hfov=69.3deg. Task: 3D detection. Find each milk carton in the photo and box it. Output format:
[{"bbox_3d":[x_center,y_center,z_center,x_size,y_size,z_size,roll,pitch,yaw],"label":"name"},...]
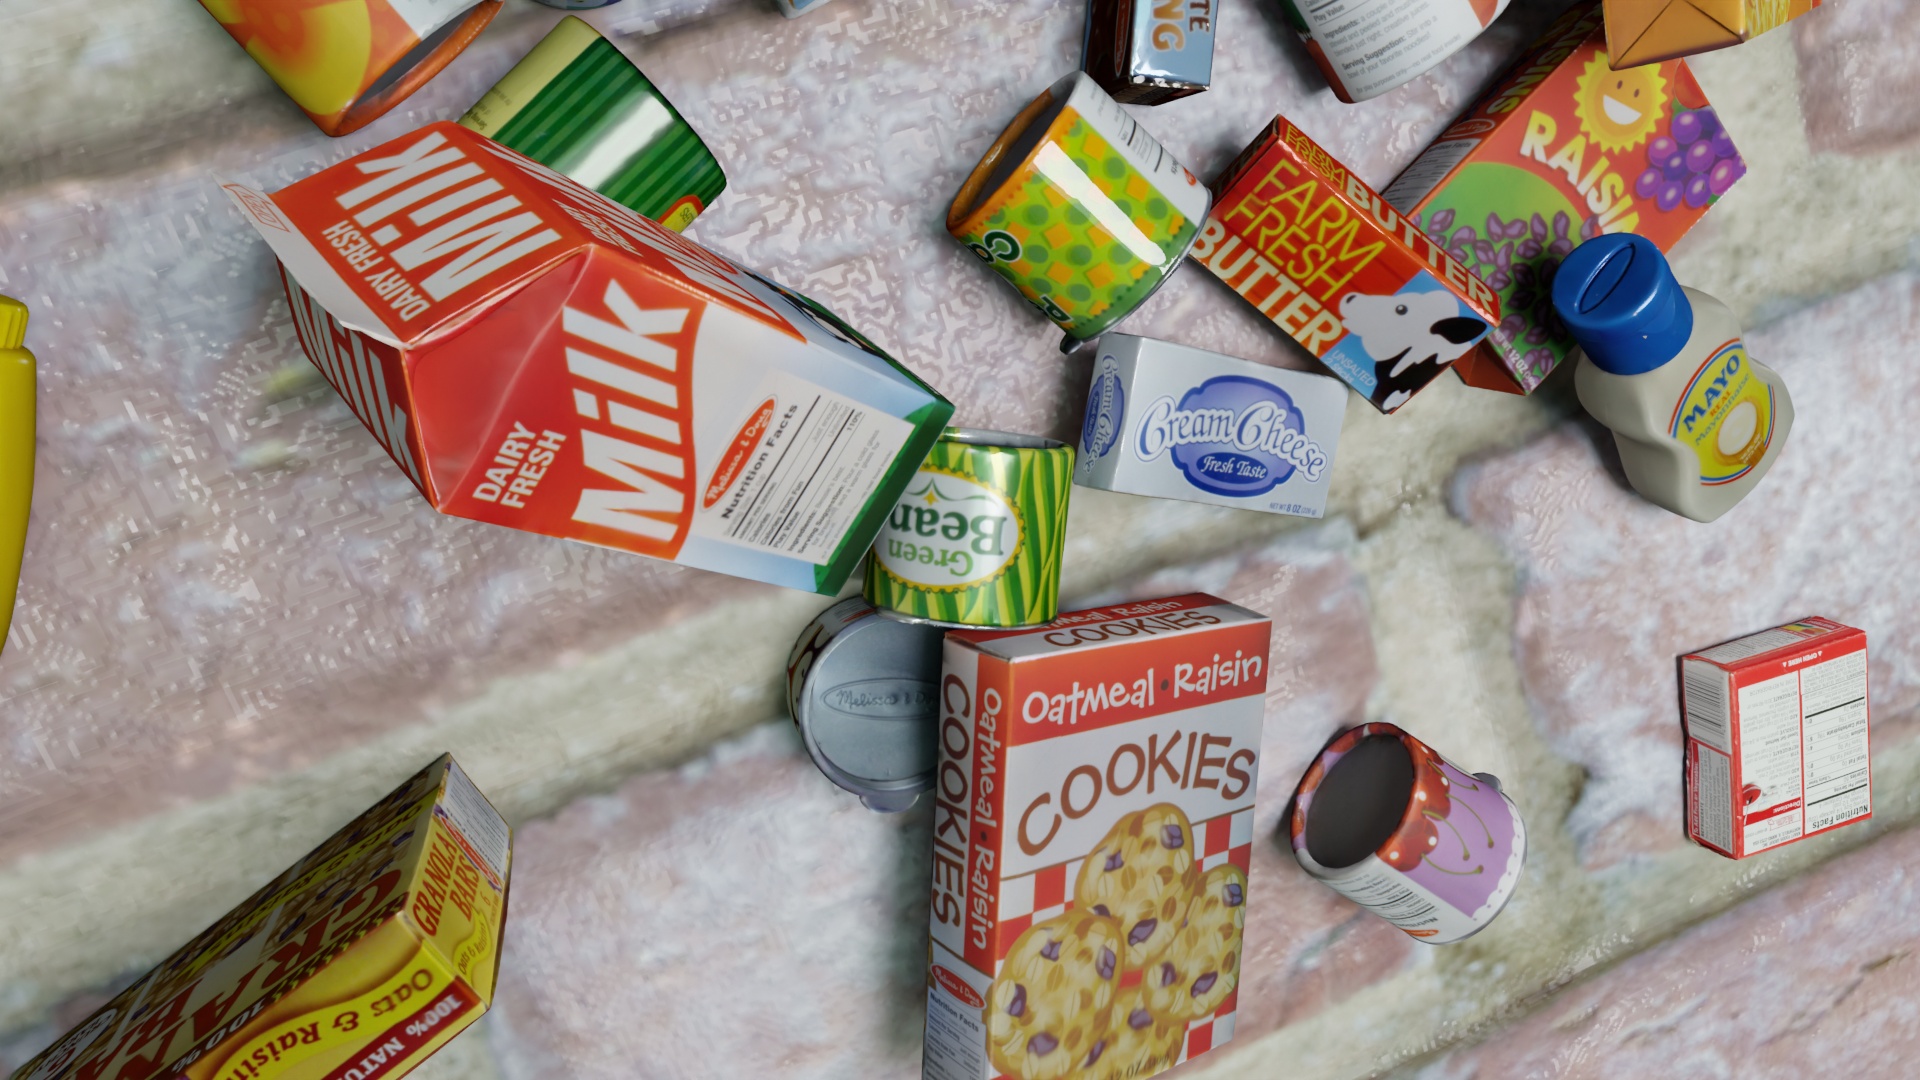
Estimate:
[{"bbox_3d":[-0.092,-0.045,0.364,0.073,0.072,0.190,-57,148,10],"label":"milk carton"}]

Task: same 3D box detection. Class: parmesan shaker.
[{"bbox_3d":[-0.126,-0.092,0.403,0.103,0.071,0.071,-45,109,-4],"label":"parmesan shaker"}]

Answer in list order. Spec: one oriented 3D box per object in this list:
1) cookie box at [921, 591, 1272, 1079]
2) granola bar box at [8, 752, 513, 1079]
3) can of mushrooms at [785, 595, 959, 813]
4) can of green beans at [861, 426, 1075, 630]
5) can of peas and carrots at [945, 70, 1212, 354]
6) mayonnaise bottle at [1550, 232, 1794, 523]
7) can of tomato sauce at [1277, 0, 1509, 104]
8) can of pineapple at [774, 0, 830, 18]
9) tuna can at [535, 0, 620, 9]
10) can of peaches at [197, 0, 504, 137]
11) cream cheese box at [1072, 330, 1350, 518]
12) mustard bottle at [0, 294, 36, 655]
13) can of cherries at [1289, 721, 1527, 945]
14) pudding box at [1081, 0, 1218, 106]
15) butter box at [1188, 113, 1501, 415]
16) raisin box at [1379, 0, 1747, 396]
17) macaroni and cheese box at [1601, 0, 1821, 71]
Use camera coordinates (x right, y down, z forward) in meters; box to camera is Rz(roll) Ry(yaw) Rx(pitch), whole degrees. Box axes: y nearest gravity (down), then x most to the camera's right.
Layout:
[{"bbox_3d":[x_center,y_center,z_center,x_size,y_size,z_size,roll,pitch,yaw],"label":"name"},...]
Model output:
[{"bbox_3d":[0.048,0.108,0.487,0.123,0.040,0.167,-5,103,-38],"label":"cookie box"},{"bbox_3d":[-0.208,0.144,0.396,0.166,0.124,0.039,-37,107,-6],"label":"granola bar box"},{"bbox_3d":[-0.026,0.055,0.479,0.071,0.033,0.071,-3,101,-16],"label":"can of mushrooms"},{"bbox_3d":[0.003,-0.006,0.458,0.071,0.071,0.057,3,100,-16],"label":"can of green beans"},{"bbox_3d":[0.036,-0.106,0.450,0.058,0.071,0.071,38,89,-18],"label":"can of peas and carrots"},{"bbox_3d":[0.258,-0.060,0.506,0.148,0.041,0.064,29,98,-44],"label":"mayonnaise bottle"},{"bbox_3d":[0.134,-0.200,0.461,0.071,0.071,0.083,-41,109,-5],"label":"can of tomato sauce"},{"bbox_3d":[-0.036,-0.197,0.410,0.071,0.071,0.057,-32,108,-8],"label":"can of pineapple"},{"bbox_3d":[-0.113,-0.194,0.407,0.071,0.033,0.071,-3,101,-15],"label":"tuna can"},{"bbox_3d":[-0.171,-0.153,0.383,0.071,0.071,0.058,-43,109,-4],"label":"can of peaches"},{"bbox_3d":[0.089,-0.039,0.485,0.104,0.024,0.053,5,98,-34],"label":"cream cheese box"},{"bbox_3d":[-0.289,-0.022,0.382,0.065,0.049,0.160,17,95,-19],"label":"mustard bottle"},{"bbox_3d":[0.170,0.109,0.530,0.058,0.071,0.071,32,91,-18],"label":"can of cherries"},{"bbox_3d":[0.063,-0.186,0.451,0.030,0.050,0.083,3,99,-15],"label":"pudding box"},{"bbox_3d":[0.130,-0.094,0.480,0.103,0.024,0.053,36,130,-11],"label":"butter box"},{"bbox_3d":[0.217,-0.127,0.511,0.123,0.040,0.086,-45,108,-5],"label":"raisin box"},{"bbox_3d":[0.244,-0.227,0.453,0.167,0.040,0.123,-30,112,-47],"label":"macaroni and cheese box"}]
